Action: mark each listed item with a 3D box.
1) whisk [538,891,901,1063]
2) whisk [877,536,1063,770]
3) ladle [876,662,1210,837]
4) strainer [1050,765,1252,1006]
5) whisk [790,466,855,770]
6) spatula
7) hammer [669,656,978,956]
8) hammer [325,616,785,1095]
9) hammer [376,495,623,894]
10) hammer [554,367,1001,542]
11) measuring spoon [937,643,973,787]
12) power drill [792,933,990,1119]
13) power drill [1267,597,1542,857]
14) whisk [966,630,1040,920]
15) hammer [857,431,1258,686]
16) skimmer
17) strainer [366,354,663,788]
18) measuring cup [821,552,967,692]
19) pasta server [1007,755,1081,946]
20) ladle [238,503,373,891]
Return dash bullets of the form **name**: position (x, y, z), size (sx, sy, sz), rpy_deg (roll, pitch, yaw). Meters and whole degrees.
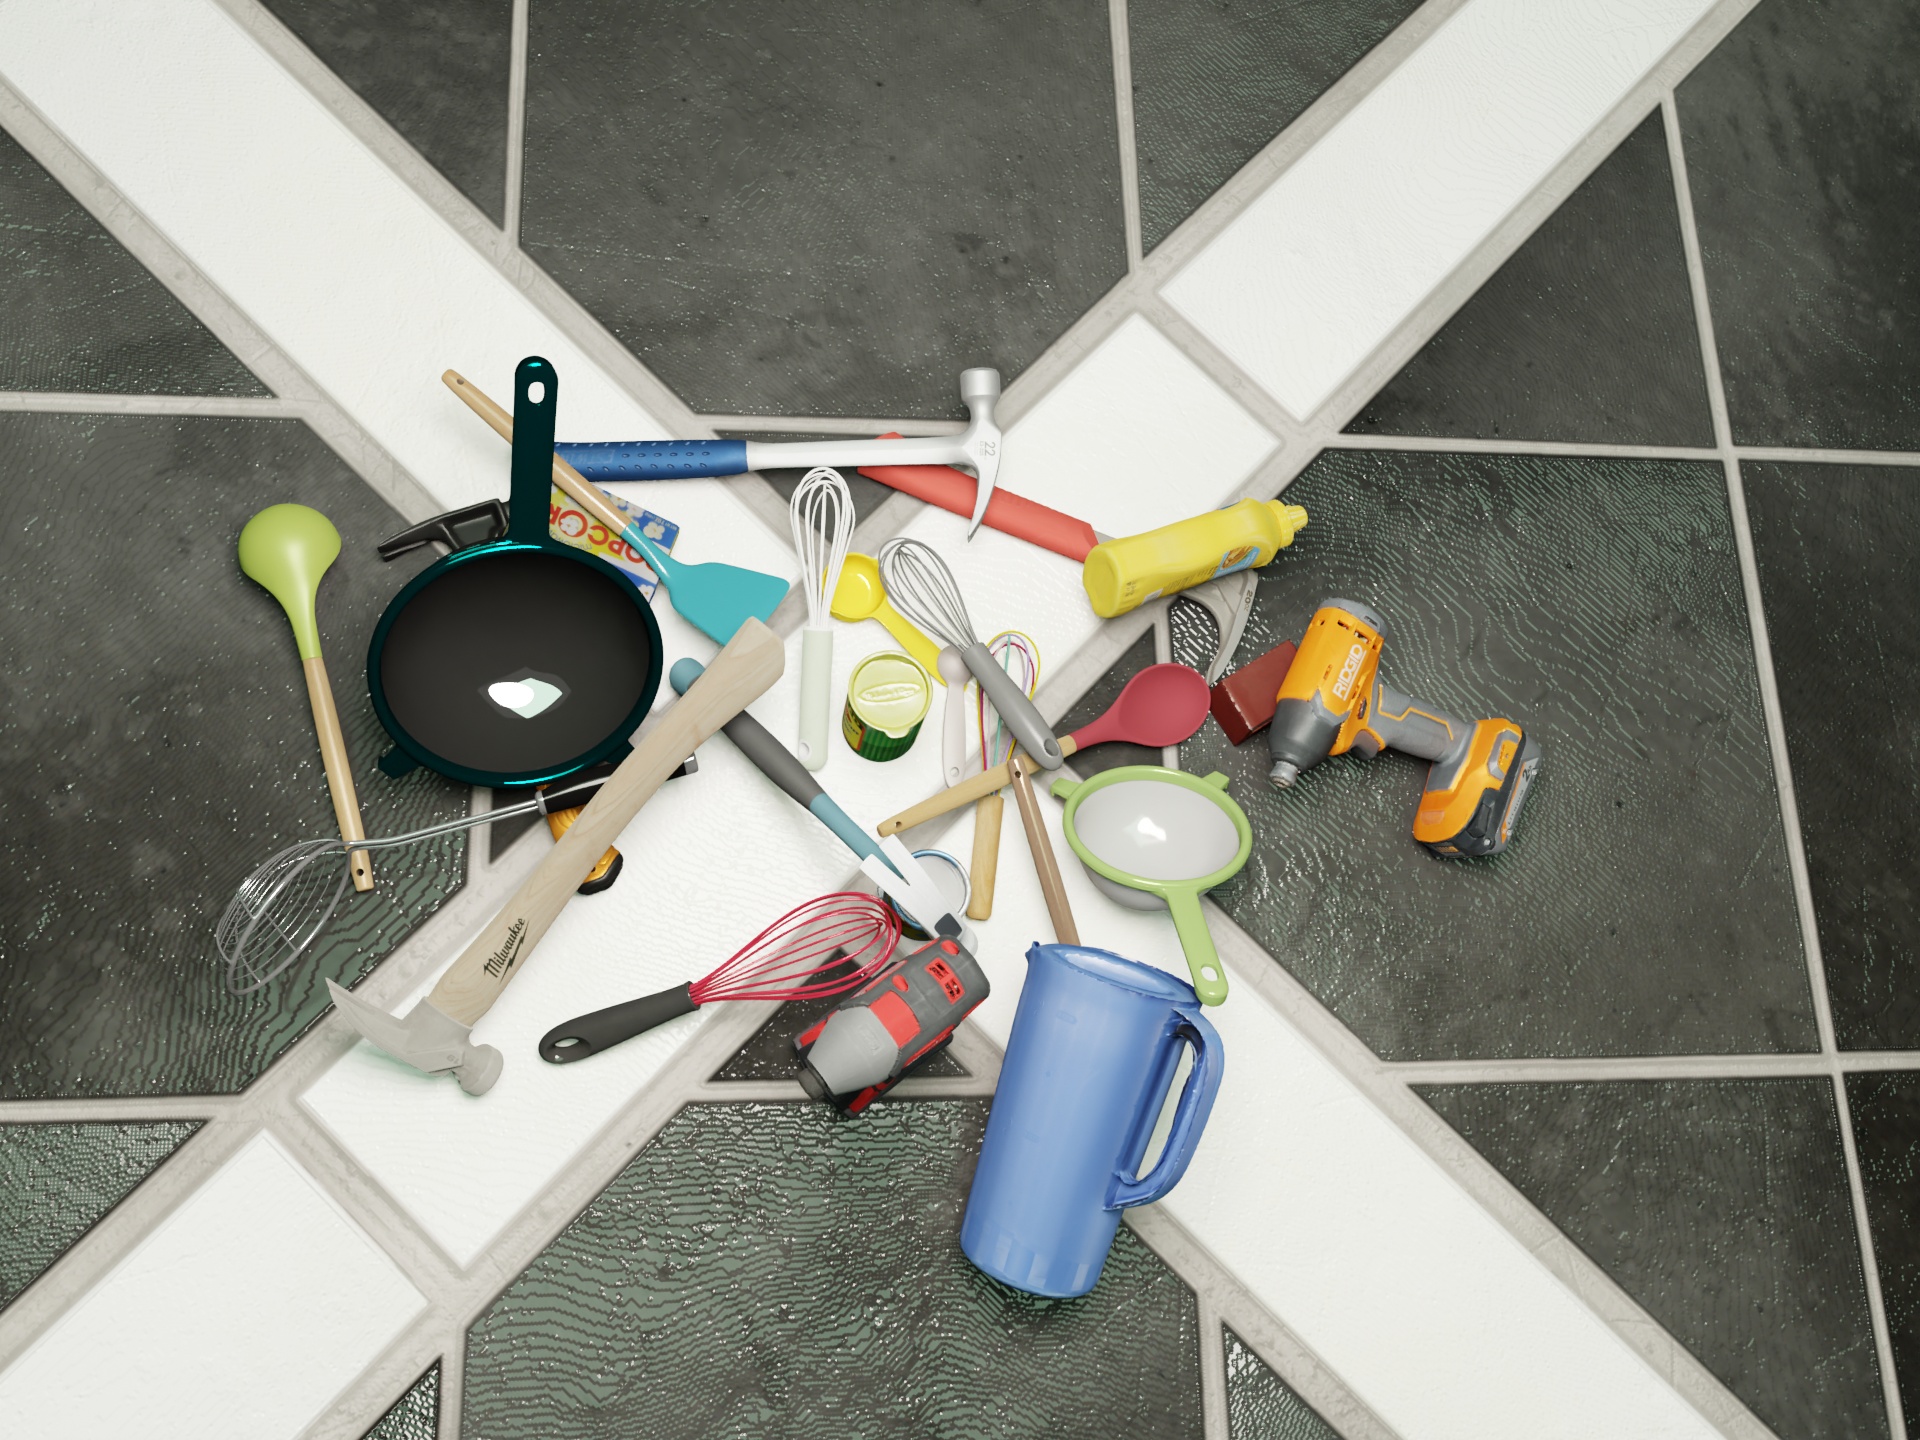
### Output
- **whisk**: position (-0.182, 0.201, 1.196), size (0.296, 0.073, 0.073), rpy_deg (-21, 78, 5)
- **whisk**: position (0.009, -0.055, 1.288), size (0.055, 0.055, 0.239), rpy_deg (-32, 74, -15)
- **ladle**: position (0.070, 0.030, 1.294), size (0.315, 0.031, 0.069), rpy_deg (-23, 96, -23)
- **strainer**: position (0.162, 0.139, 1.240), size (0.151, 0.069, 0.257), rpy_deg (-2, 38, -8)
- **whisk**: position (-0.115, -0.082, 1.291), size (0.059, 0.058, 0.246), rpy_deg (-1, 96, -46)
- **spatula**: position (-0.283, -0.176, 1.266), size (0.317, 0.044, 0.082), rpy_deg (40, 59, -7)
- **hammer**: position (-0.115, 0.057, 1.220), size (0.033, 0.128, 0.331), rpy_deg (-44, 61, -9)
- **hammer**: position (-0.281, 0.083, 1.173), size (0.410, 0.038, 0.146), rpy_deg (-51, 125, -5)
- **hammer**: position (-0.353, -0.017, 1.274), size (0.127, 0.034, 0.337), rpy_deg (-20, 78, -14)
- **hammer**: position (-0.167, -0.216, 1.329), size (0.405, 0.035, 0.144), rpy_deg (-2, 86, -1)
- **measuring spoon**: position (-0.002, -0.004, 1.323), size (0.034, 0.018, 0.124), rpy_deg (5, 78, -19)
- **power drill**: position (-0.059, 0.226, 1.149), size (0.143, 0.219, 0.078), rpy_deg (-36, 82, -16)
- **power drill**: position (0.356, 0.025, 1.310), size (0.226, 0.084, 0.164), rpy_deg (33, 72, -15)
- **whisk**: position (0.031, 0.042, 1.308), size (0.047, 0.051, 0.245), rpy_deg (9, 76, -11)
- **hammer**: position (0.080, -0.155, 1.373), size (0.359, 0.036, 0.149), rpy_deg (21, 73, -2)
- **skimmer**: position (-0.365, 0.106, 1.184), size (0.363, 0.127, 0.090), rpy_deg (-16, 74, -14)
- **strainer**: position (-0.324, -0.113, 1.164), size (0.211, 0.340, 0.095), rpy_deg (-1, 32, -23)
- **measuring cup**: position (-0.056, -0.077, 1.342), size (0.156, 0.029, 0.062), rpy_deg (43, 71, -7)
- **pasta server**: position (0.087, 0.181, 1.252), size (0.060, 0.040, 0.316), rpy_deg (-17, 89, 7)
- **ladle**: position (-0.504, -0.020, 1.257), size (0.078, 0.062, 0.320), rpy_deg (-14, 84, -13)
